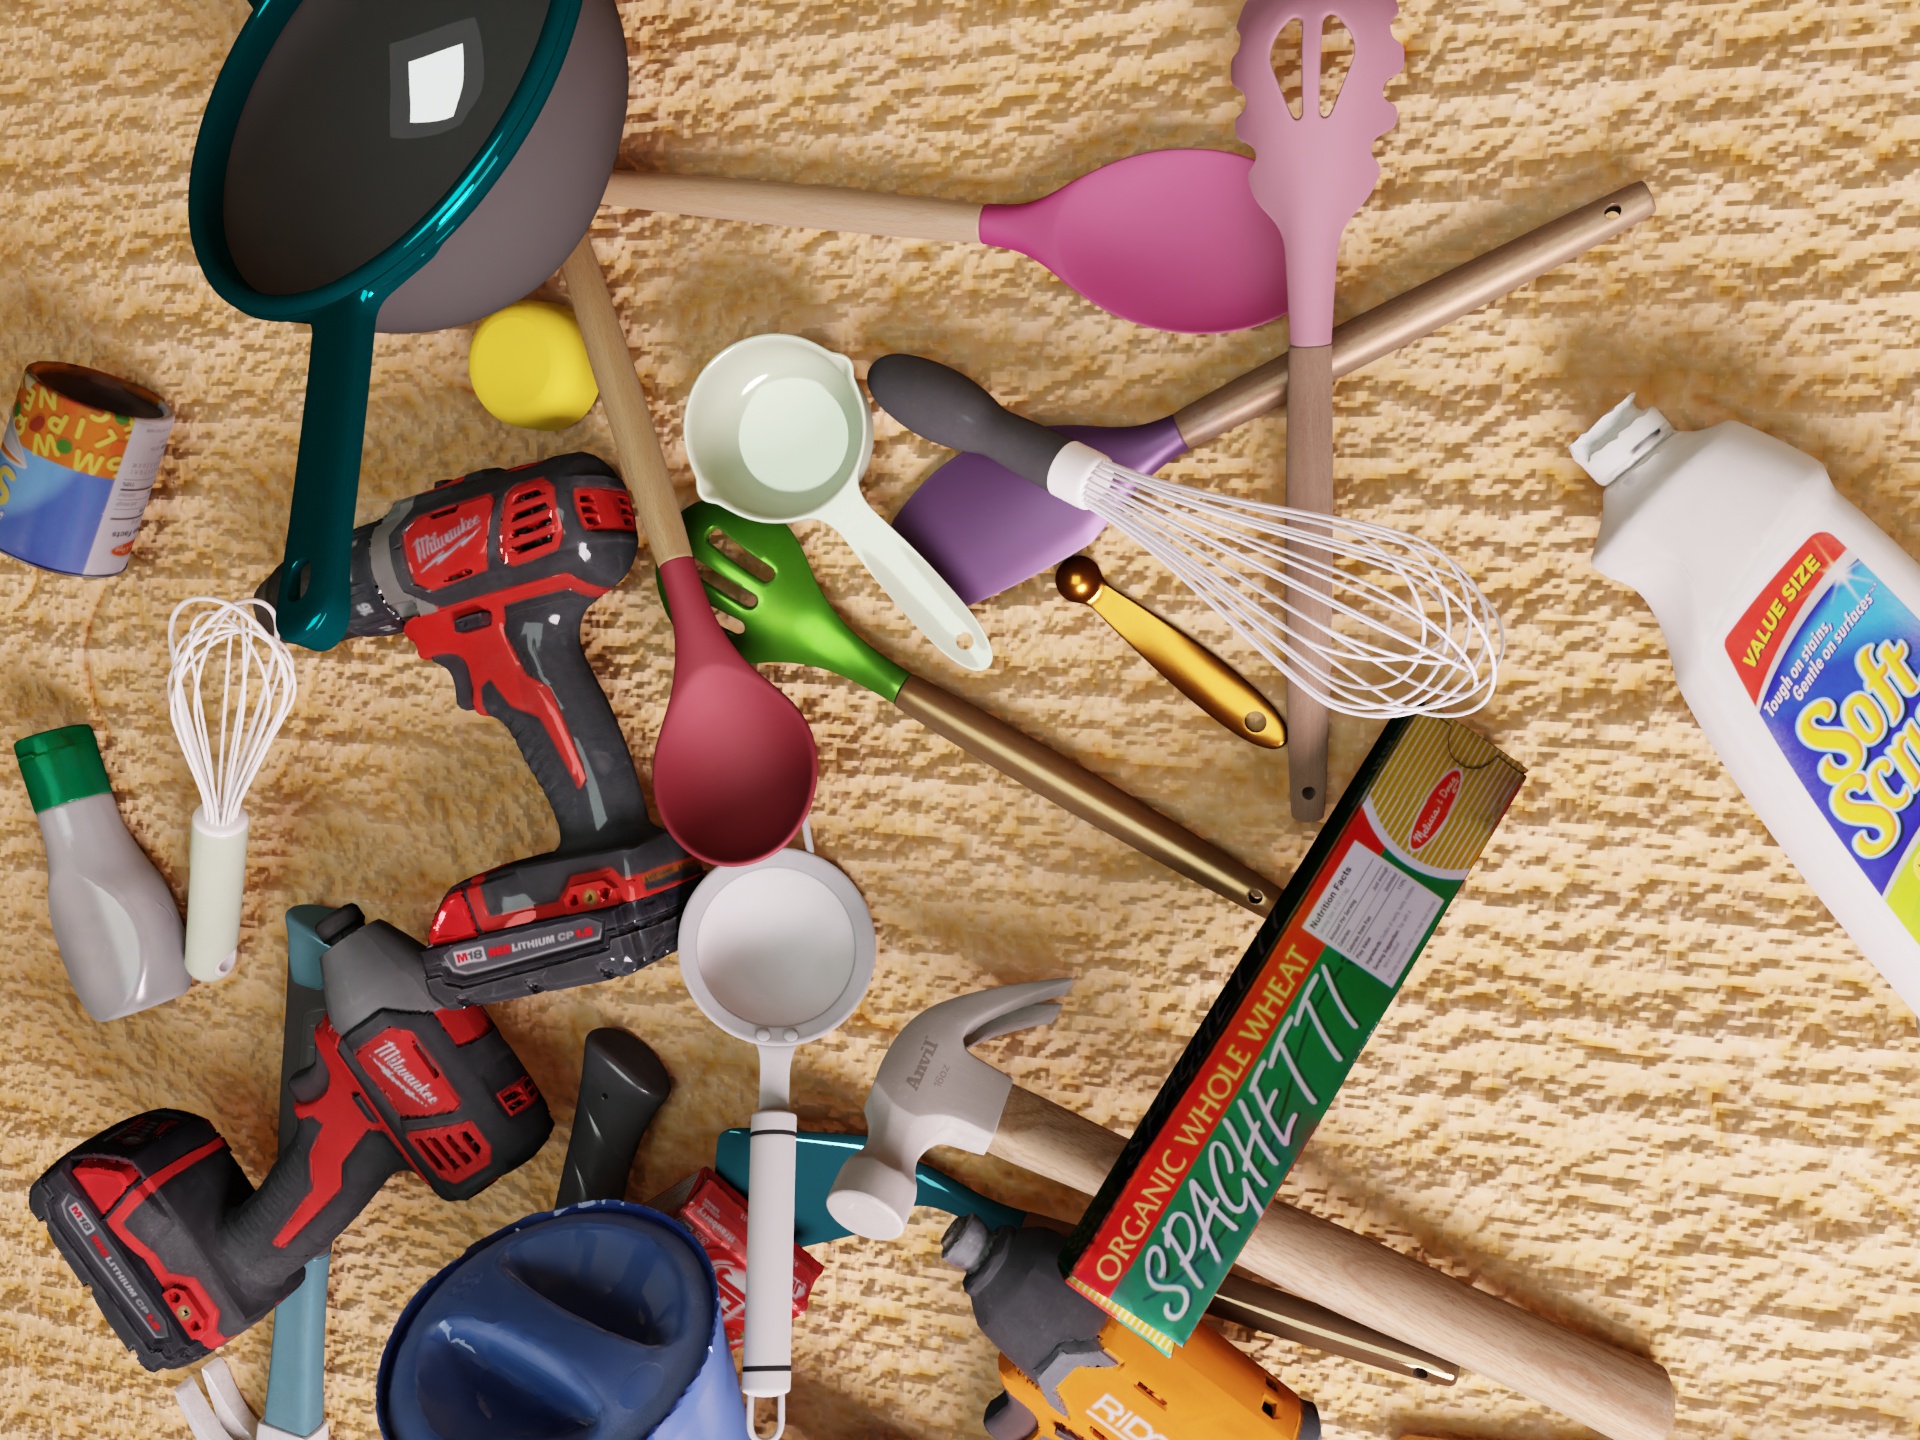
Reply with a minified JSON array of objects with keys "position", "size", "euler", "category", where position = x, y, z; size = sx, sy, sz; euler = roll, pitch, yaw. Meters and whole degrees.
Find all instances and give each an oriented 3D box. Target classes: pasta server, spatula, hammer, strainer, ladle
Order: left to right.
[{"position":[-0.331,0.255,0.809],"size":[0.128,0.033,0.331],"euler":[11,102,15],"category":"hammer"},{"position":[-0.205,-0.177,0.624],"size":[0.211,0.095,0.341],"euler":[-11,69,28],"category":"strainer"},{"position":[-0.207,0.341,0.783],"size":[0.149,0.036,0.409],"euler":[18,103,15],"category":"hammer"},{"position":[-0.128,-0.089,0.664],"size":[0.069,0.031,0.315],"euler":[-19,80,3],"category":"ladle"},{"position":[-0.080,0.161,0.665],"size":[0.086,0.050,0.259],"euler":[6,65,-17],"category":"strainer"},{"position":[0.048,0.233,0.675],"size":[0.317,0.044,0.082],"euler":[13,122,16],"category":"spatula"},{"position":[0.108,-0.126,0.616],"size":[0.316,0.018,0.060],"euler":[-24,86,20],"category":"spatula"},{"position":[0.121,0.201,0.626],"size":[0.331,0.130,0.031],"euler":[23,135,2],"category":"hammer"},{"position":[0.130,-0.113,0.590],"size":[0.060,0.040,0.316],"euler":[1,109,16],"category":"pasta server"}]

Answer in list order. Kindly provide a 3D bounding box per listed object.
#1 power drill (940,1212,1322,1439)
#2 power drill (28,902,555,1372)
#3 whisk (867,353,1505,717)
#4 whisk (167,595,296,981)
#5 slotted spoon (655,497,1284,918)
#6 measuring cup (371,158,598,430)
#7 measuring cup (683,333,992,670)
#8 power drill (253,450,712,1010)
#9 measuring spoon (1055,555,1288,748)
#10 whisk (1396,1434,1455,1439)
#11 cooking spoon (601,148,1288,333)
[{"position":[0.017,0.309,0.662],"size":[0.164,0.084,0.226],"euler":[38,114,1],"category":"power drill"},{"position":[-0.309,0.190,0.738],"size":[0.219,0.078,0.143],"euler":[-34,91,12],"category":"power drill"},{"position":[0.070,-0.077,0.592],"size":[0.285,0.070,0.070],"euler":[32,108,29],"category":"whisk"},{"position":[-0.344,0.040,0.739],"size":[0.059,0.058,0.246],"euler":[26,127,2],"category":"whisk"},{"position":[-0.001,-0.002,0.666],"size":[0.314,0.031,0.070],"euler":[31,102,9],"category":"slotted spoon"},{"position":[-0.222,-0.193,0.703],"size":[0.062,0.029,0.156],"euler":[-44,86,19],"category":"measuring cup"},{"position":[-0.043,-0.086,0.660],"size":[0.083,0.038,0.167],"euler":[-42,91,8],"category":"measuring cup"},{"position":[-0.215,0.007,0.711],"size":[0.188,0.080,0.227],"euler":[-13,92,19],"category":"power drill"},{"position":[0.085,-0.027,0.642],"size":[0.117,0.011,0.021],"euler":[40,108,8],"category":"measuring spoon"},{"position":[0.293,0.301,0.612],"size":[0.245,0.047,0.051],"euler":[-1,99,21],"category":"whisk"},{"position":[-0.015,-0.203,0.642],"size":[0.319,0.017,0.068],"euler":[11,100,15],"category":"cooking spoon"}]
